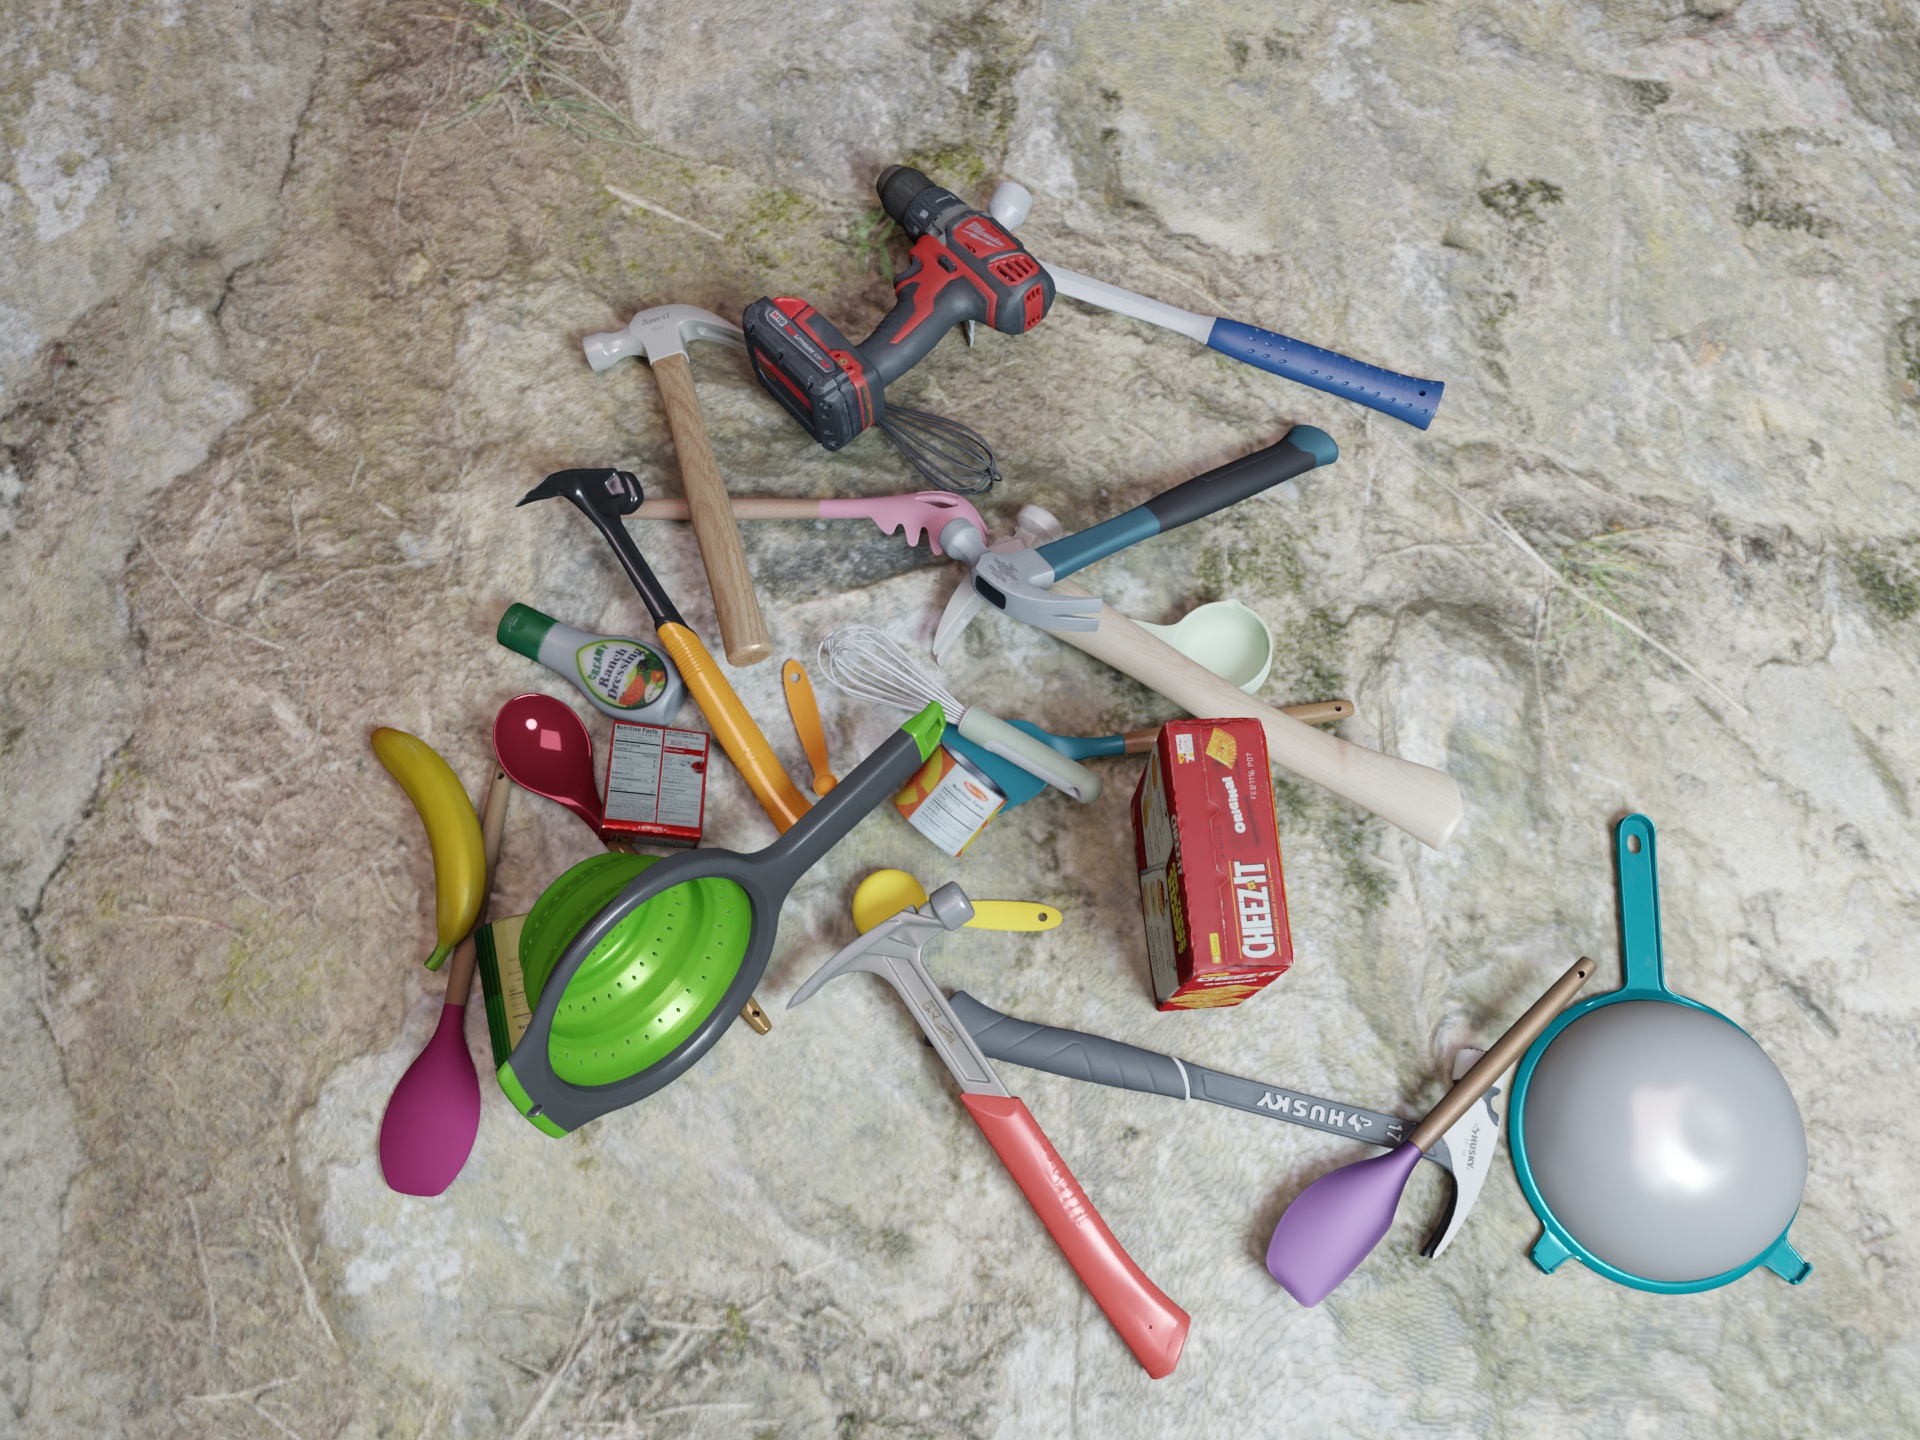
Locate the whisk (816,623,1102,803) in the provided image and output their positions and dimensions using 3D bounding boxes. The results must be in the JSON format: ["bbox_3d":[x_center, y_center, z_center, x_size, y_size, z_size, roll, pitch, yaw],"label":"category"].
[{"bbox_3d":[-0.002,-0.004,1.188,0.246,0.057,0.059,29,61,16],"label":"whisk"}]

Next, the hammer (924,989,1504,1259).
[{"bbox_3d":[0.175,0.266,1.134,0.409,0.036,0.149,13,75,4],"label":"hammer"}]

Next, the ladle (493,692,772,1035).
[{"bbox_3d":[-0.240,0.108,1.182,0.069,0.031,0.315,-36,79,-23],"label":"ladle"}]

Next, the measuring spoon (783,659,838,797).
[{"bbox_3d":[-0.116,0.007,1.223,0.021,0.011,0.117,-16,71,-5],"label":"measuring spoon"}]

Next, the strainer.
[{"bbox_3d":[0.500,0.226,1.116,0.211,0.095,0.340,2,75,0],"label":"strainer"}]

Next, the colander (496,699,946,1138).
[{"bbox_3d":[-0.173,0.105,1.105,0.095,0.204,0.397,35,67,30],"label":"colander"}]

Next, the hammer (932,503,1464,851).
[{"bbox_3d":[0.172,-0.014,1.169,0.411,0.038,0.146,31,77,23],"label":"hammer"}]

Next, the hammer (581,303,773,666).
[{"bbox_3d":[-0.200,-0.190,1.240,0.130,0.031,0.332,-19,67,1],"label":"hammer"}]

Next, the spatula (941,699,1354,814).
[{"bbox_3d":[0.146,0.015,1.215,0.317,0.044,0.082,-8,74,-8],"label":"spatula"}]

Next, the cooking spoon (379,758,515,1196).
[{"bbox_3d":[-0.365,0.182,1.162,0.069,0.017,0.319,7,73,2],"label":"cooking spoon"}]

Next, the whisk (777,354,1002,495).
[{"bbox_3d":[-0.067,-0.250,1.283,0.239,0.055,0.055,33,76,14],"label":"whisk"}]

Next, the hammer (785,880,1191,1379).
[{"bbox_3d":[0.033,0.297,1.103,0.149,0.036,0.359,-35,83,2],"label":"hammer"}]

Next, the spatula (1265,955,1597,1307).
[{"bbox_3d":[0.330,0.275,1.102,0.316,0.018,0.060,-42,78,-9],"label":"spatula"}]

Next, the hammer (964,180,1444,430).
[{"bbox_3d":[0.194,-0.318,1.308,0.405,0.035,0.144,20,74,6],"label":"hammer"}]

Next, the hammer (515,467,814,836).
[{"bbox_3d":[-0.202,-0.044,1.184,0.034,0.127,0.337,-35,85,23],"label":"hammer"}]

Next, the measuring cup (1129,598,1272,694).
[{"bbox_3d":[0.159,-0.058,1.235,0.167,0.038,0.083,11,71,19],"label":"measuring cup"}]

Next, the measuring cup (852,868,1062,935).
[{"bbox_3d":[-0.003,0.140,1.171,0.156,0.029,0.062,3,73,2],"label":"measuring cup"}]

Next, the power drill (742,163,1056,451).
[{"bbox_3d":[-0.062,-0.338,1.258,0.227,0.080,0.188,-37,67,-14],"label":"power drill"}]

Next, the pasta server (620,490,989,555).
[{"bbox_3d":[-0.136,-0.160,1.256,0.316,0.040,0.060,1,33,7],"label":"pasta server"}]

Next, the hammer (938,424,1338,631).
[{"bbox_3d":[0.154,-0.160,1.219,0.331,0.033,0.128,-25,56,-23],"label":"hammer"}]
